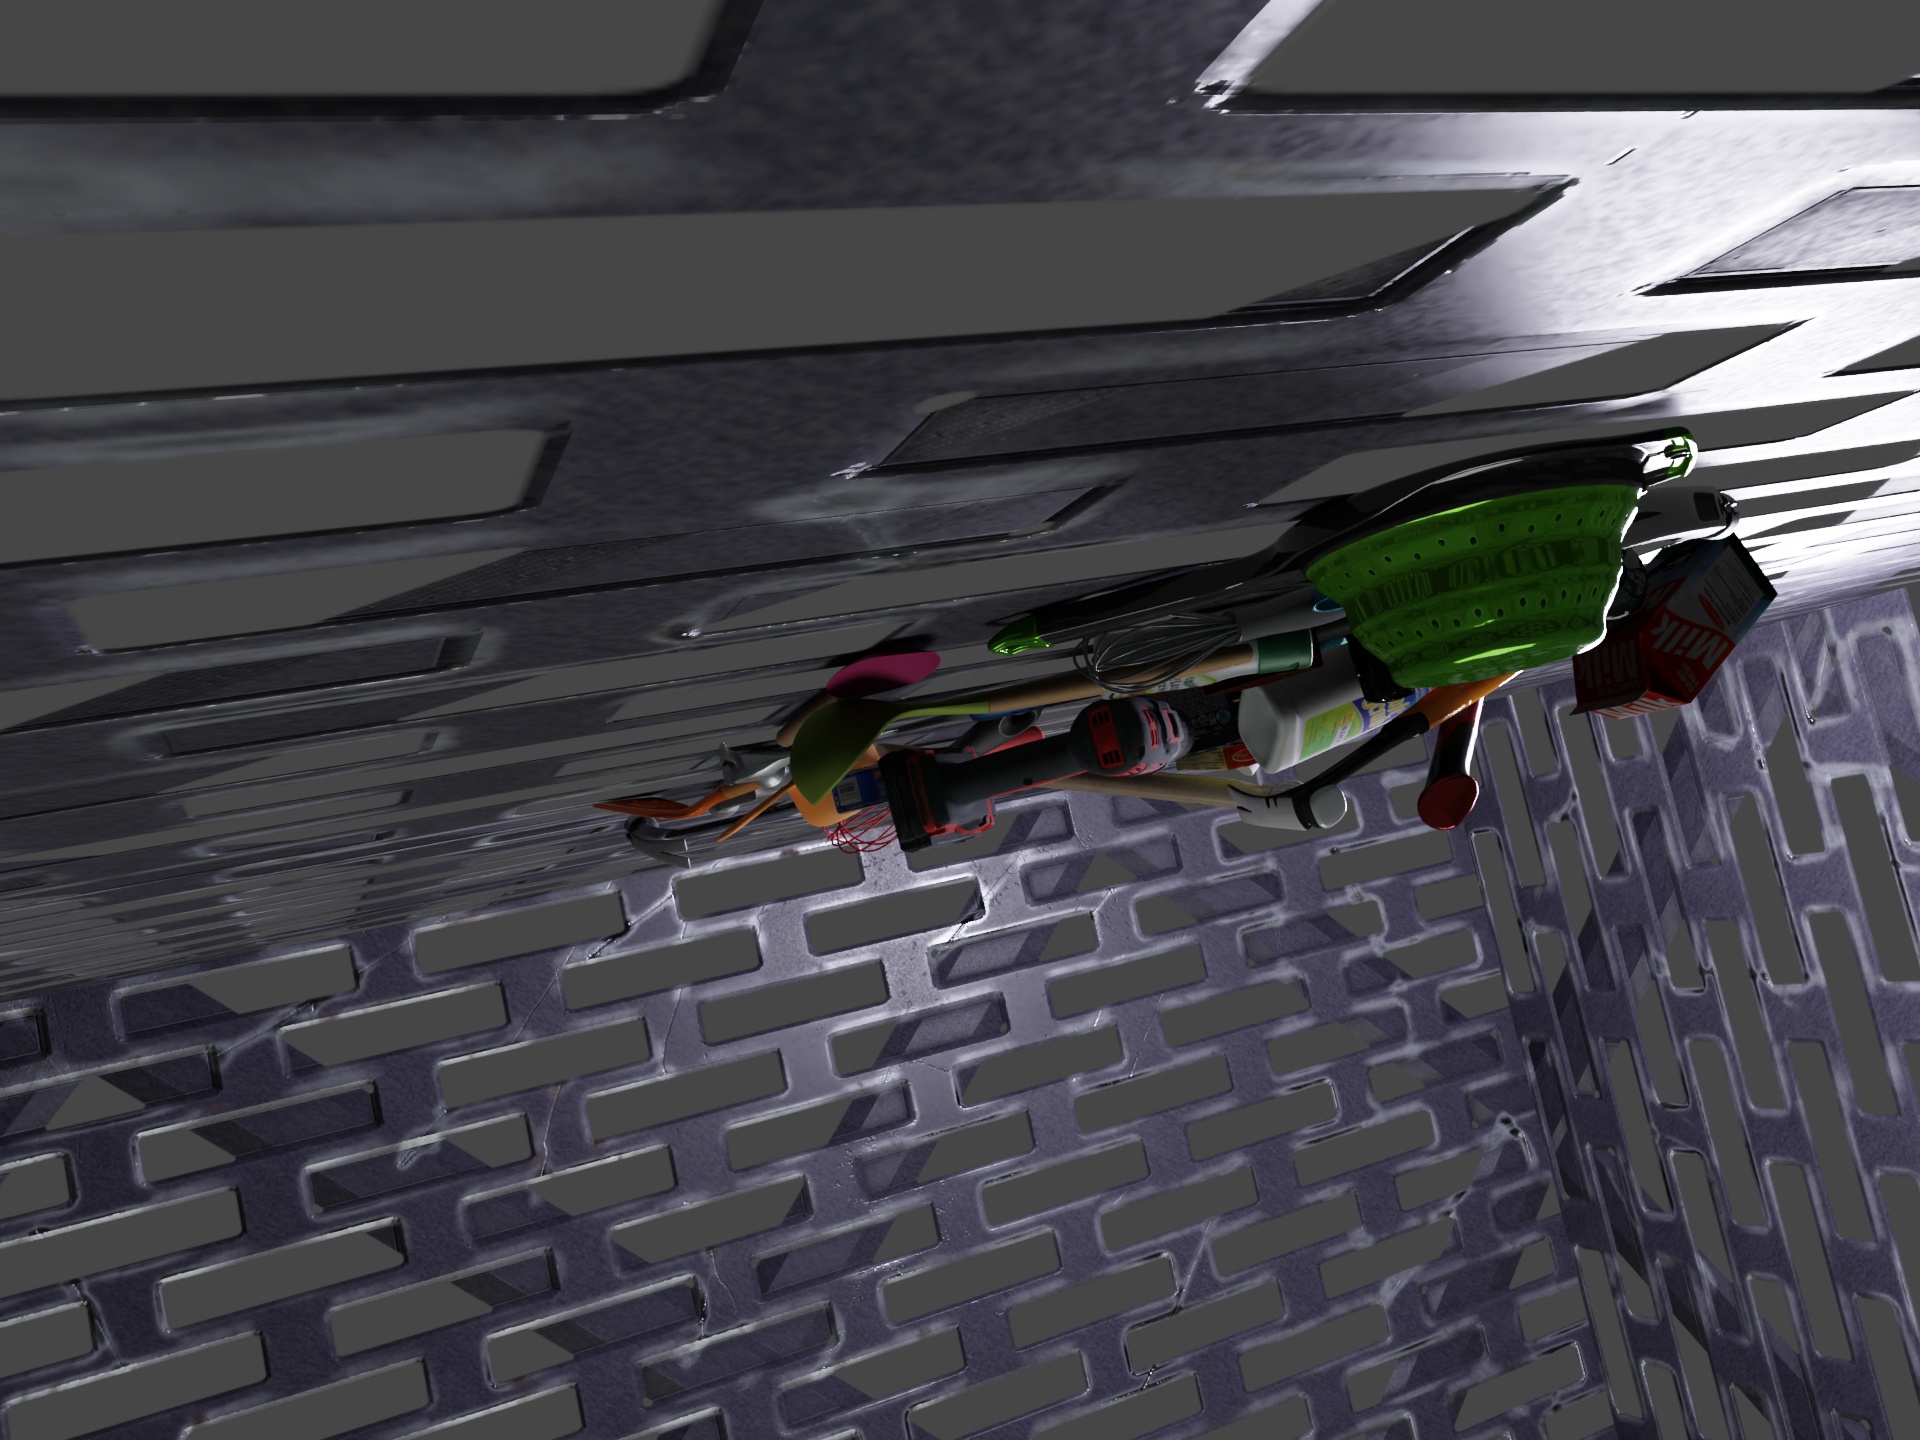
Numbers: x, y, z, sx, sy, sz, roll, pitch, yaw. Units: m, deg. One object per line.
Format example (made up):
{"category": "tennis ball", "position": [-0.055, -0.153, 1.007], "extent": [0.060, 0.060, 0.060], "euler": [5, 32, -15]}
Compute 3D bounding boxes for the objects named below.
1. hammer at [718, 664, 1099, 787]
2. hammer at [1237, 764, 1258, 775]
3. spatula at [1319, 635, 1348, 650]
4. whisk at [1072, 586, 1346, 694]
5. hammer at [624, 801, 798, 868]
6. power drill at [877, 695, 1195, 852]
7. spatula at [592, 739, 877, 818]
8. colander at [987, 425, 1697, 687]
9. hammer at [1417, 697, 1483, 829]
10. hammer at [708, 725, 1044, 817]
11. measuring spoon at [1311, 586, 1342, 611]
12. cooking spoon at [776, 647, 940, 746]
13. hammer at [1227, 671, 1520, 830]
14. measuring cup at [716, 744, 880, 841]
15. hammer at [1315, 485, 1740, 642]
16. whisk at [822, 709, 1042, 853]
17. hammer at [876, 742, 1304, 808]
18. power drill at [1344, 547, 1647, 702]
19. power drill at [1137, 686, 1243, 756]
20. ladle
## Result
{"category": "hammer", "position": [-0.002, -0.004, 1.262], "extent": [0.405, 0.035, 0.144], "euler": [-14, 174, 14]}
{"category": "hammer", "position": [0.380, -0.014, 1.596], "extent": [0.130, 0.031, 0.331], "euler": [-51, -173, -14]}
{"category": "spatula", "position": [0.272, -0.051, 1.359], "extent": [0.317, 0.044, 0.082], "euler": [-6, 148, -36]}
{"category": "whisk", "position": [0.177, -0.062, 1.049], "extent": [0.239, 0.055, 0.055], "euler": [-15, 176, -27]}
{"category": "hammer", "position": [-0.147, 0.085, 1.707], "extent": [0.409, 0.036, 0.149], "euler": [-14, -166, -21]}
{"category": "power drill", "position": [0.070, 0.034, 1.254], "extent": [0.226, 0.080, 0.188], "euler": [-18, 173, 23]}
{"category": "spatula", "position": [-0.197, 0.048, 1.438], "extent": [0.322, 0.041, 0.081], "euler": [-21, 171, 32]}
{"category": "colander", "position": [0.204, -0.055, 0.880], "extent": [0.397, 0.094, 0.204], "euler": [-14, 172, 23]}
{"category": "hammer", "position": [0.412, 0.019, 1.362], "extent": [0.143, 0.038, 0.386], "euler": [-35, -178, 27]}
{"category": "hammer", "position": [-0.072, 0.048, 1.623], "extent": [0.359, 0.037, 0.149], "euler": [-9, 174, -24]}
{"category": "measuring spoon", "position": [0.245, -0.098, 1.003], "extent": [0.042, 0.021, 0.128], "euler": [-14, 165, 3]}
{"category": "cooking spoon", "position": [-0.085, -0.013, 1.080], "extent": [0.068, 0.017, 0.319], "euler": [-7, 172, -20]}
{"category": "hammer", "position": [0.375, -0.004, 1.299], "extent": [0.337, 0.034, 0.127], "euler": [-29, -170, -21]}
{"category": "measuring cup", "position": [-0.136, 0.078, 1.396], "extent": [0.173, 0.052, 0.095], "euler": [-36, -169, -33]}
{"category": "hammer", "position": [0.351, -0.098, 1.111], "extent": [0.335, 0.035, 0.146], "euler": [-17, 173, 42]}
{"category": "whisk", "position": [-0.029, 0.049, 1.445], "extent": [0.073, 0.073, 0.296], "euler": [-6, 158, -48]}
{"category": "hammer", "position": [0.122, 0.056, 1.503], "extent": [0.410, 0.038, 0.146], "euler": [5, 179, 12]}
{"category": "power drill", "position": [0.412, -0.081, 1.221], "extent": [0.219, 0.078, 0.143], "euler": [-18, 174, 21]}
{"category": "power drill", "position": [0.246, -0.014, 1.514], "extent": [0.171, 0.080, 0.223], "euler": [-16, 176, 31]}
{"category": "ladle", "position": [0.045, -0.005, 1.039], "extent": [0.320, 0.062, 0.078], "euler": [-11, 179, -12]}
